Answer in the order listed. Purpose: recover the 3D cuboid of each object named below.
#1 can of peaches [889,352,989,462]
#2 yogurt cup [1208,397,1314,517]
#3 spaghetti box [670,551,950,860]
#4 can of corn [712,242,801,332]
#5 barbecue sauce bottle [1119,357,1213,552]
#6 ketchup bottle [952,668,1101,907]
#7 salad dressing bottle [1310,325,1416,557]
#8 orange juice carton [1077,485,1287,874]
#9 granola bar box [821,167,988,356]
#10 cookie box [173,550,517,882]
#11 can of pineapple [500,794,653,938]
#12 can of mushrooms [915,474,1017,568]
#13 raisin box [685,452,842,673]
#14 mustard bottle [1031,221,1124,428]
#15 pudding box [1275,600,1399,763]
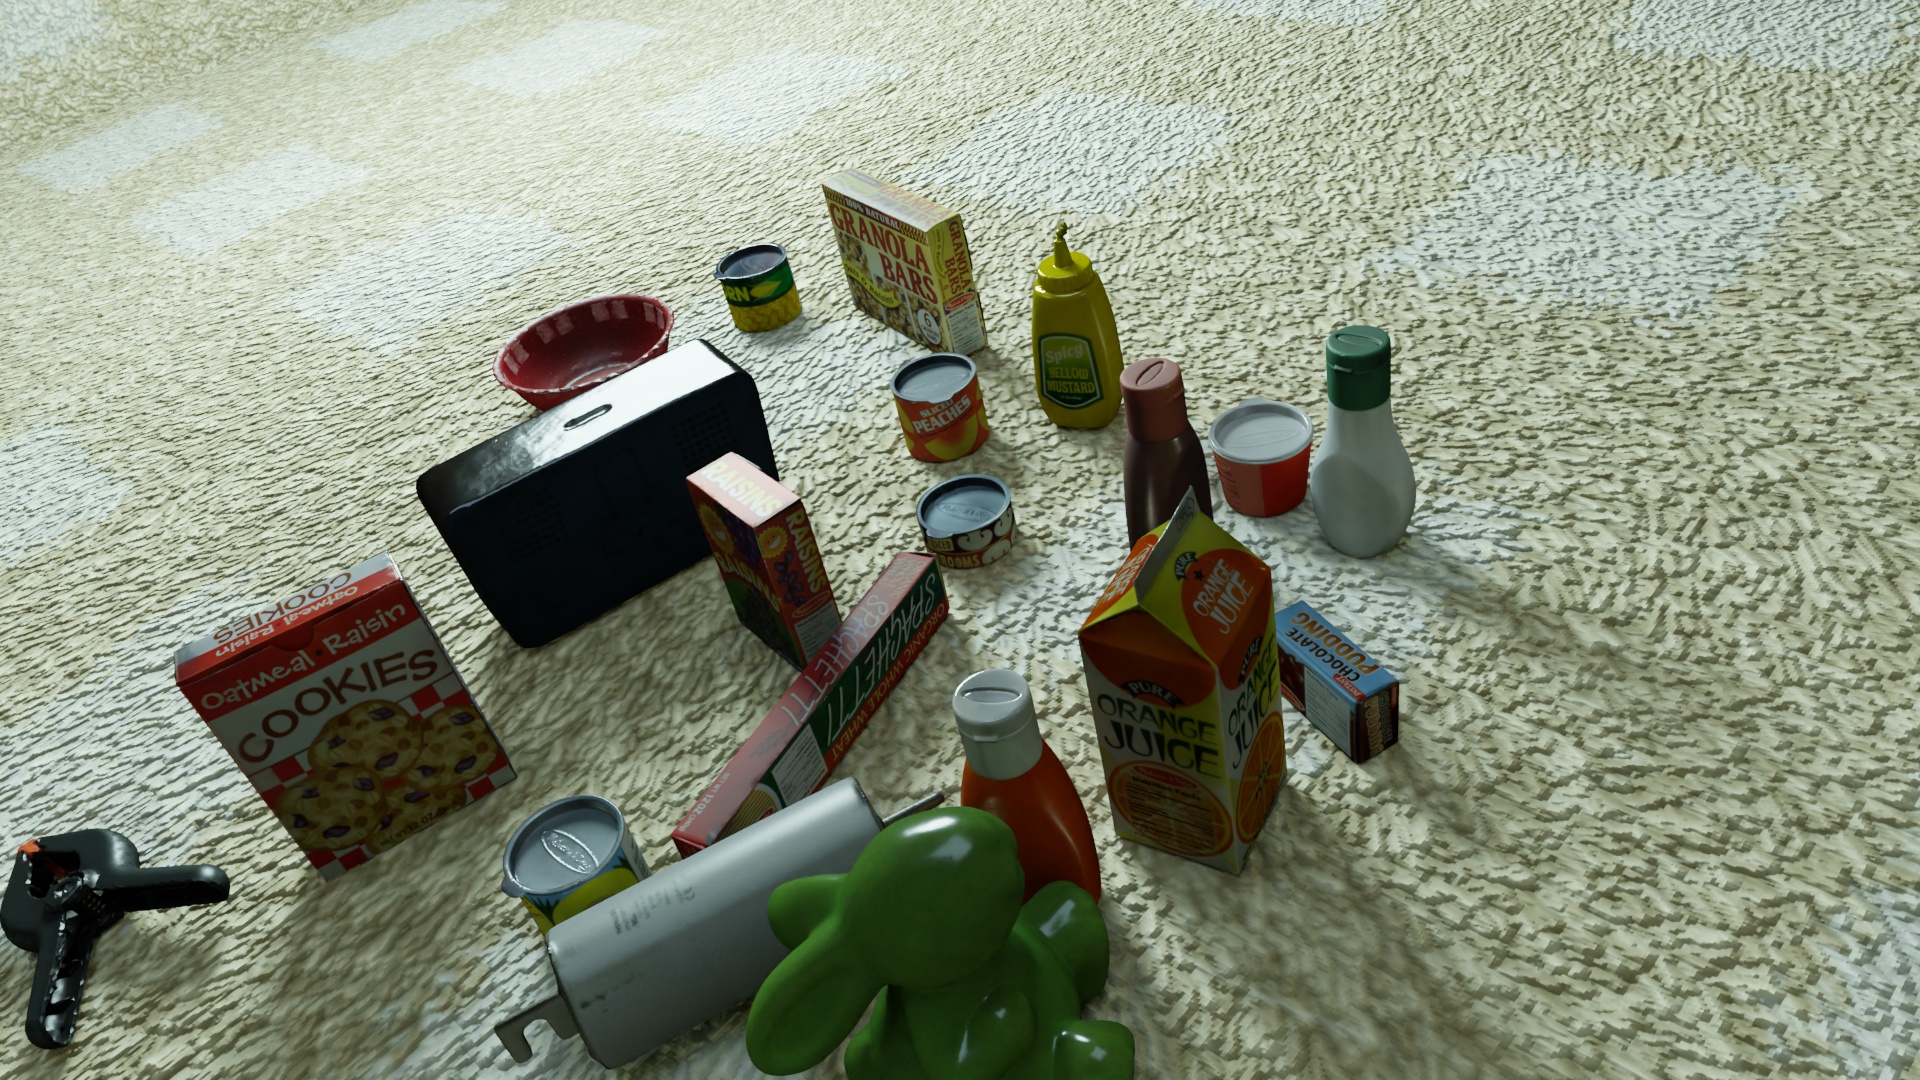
[{"bbox_3d":[-0.015,-0.099,1.048,0.071,0.057,0.071,-9,38,7],"label":"can of peaches"},{"bbox_3d":[0.201,-0.052,0.924,0.072,0.053,0.073,-9,38,7],"label":"yogurt cup"},{"bbox_3d":[-0.079,0.101,0.820,0.029,0.050,0.251,11,44,29],"label":"spaghetti box"},{"bbox_3d":[-0.185,-0.230,1.268,0.071,0.058,0.071,-9,38,7],"label":"can of corn"},{"bbox_3d":[0.126,-0.041,0.855,0.044,0.147,0.065,19,48,36],"label":"barbecue sauce bottle"},{"bbox_3d":[0.028,0.127,0.671,0.065,0.148,0.044,-1,39,17],"label":"ketchup bottle"},{"bbox_3d":[0.243,-0.059,0.842,0.064,0.147,0.044,20,49,37],"label":"salad dressing bottle"},{"bbox_3d":[0.110,0.069,0.683,0.073,0.191,0.072,12,44,30],"label":"orange juice carton"},{"bbox_3d":[-0.047,-0.236,1.178,0.039,0.123,0.166,-31,40,-21],"label":"granola bar box"},{"bbox_3d":[-0.350,0.104,0.804,0.123,0.166,0.040,-29,40,-19],"label":"cookie box"},{"bbox_3d":[-0.206,0.182,0.749,0.071,0.057,0.071,-9,38,7],"label":"can of pineapple"},{"bbox_3d":[0.003,-0.012,0.951,0.071,0.033,0.071,-9,38,7],"label":"can of mushrooms"},{"bbox_3d":[-0.121,0.014,0.883,0.040,0.122,0.086,-33,41,-23],"label":"raisin box"},{"bbox_3d":[0.080,-0.156,1.008,0.065,0.159,0.049,4,41,22],"label":"mustard bottle"},{"bbox_3d":[0.202,0.076,0.763,0.030,0.049,0.084,-25,39,-14],"label":"pudding box"}]
